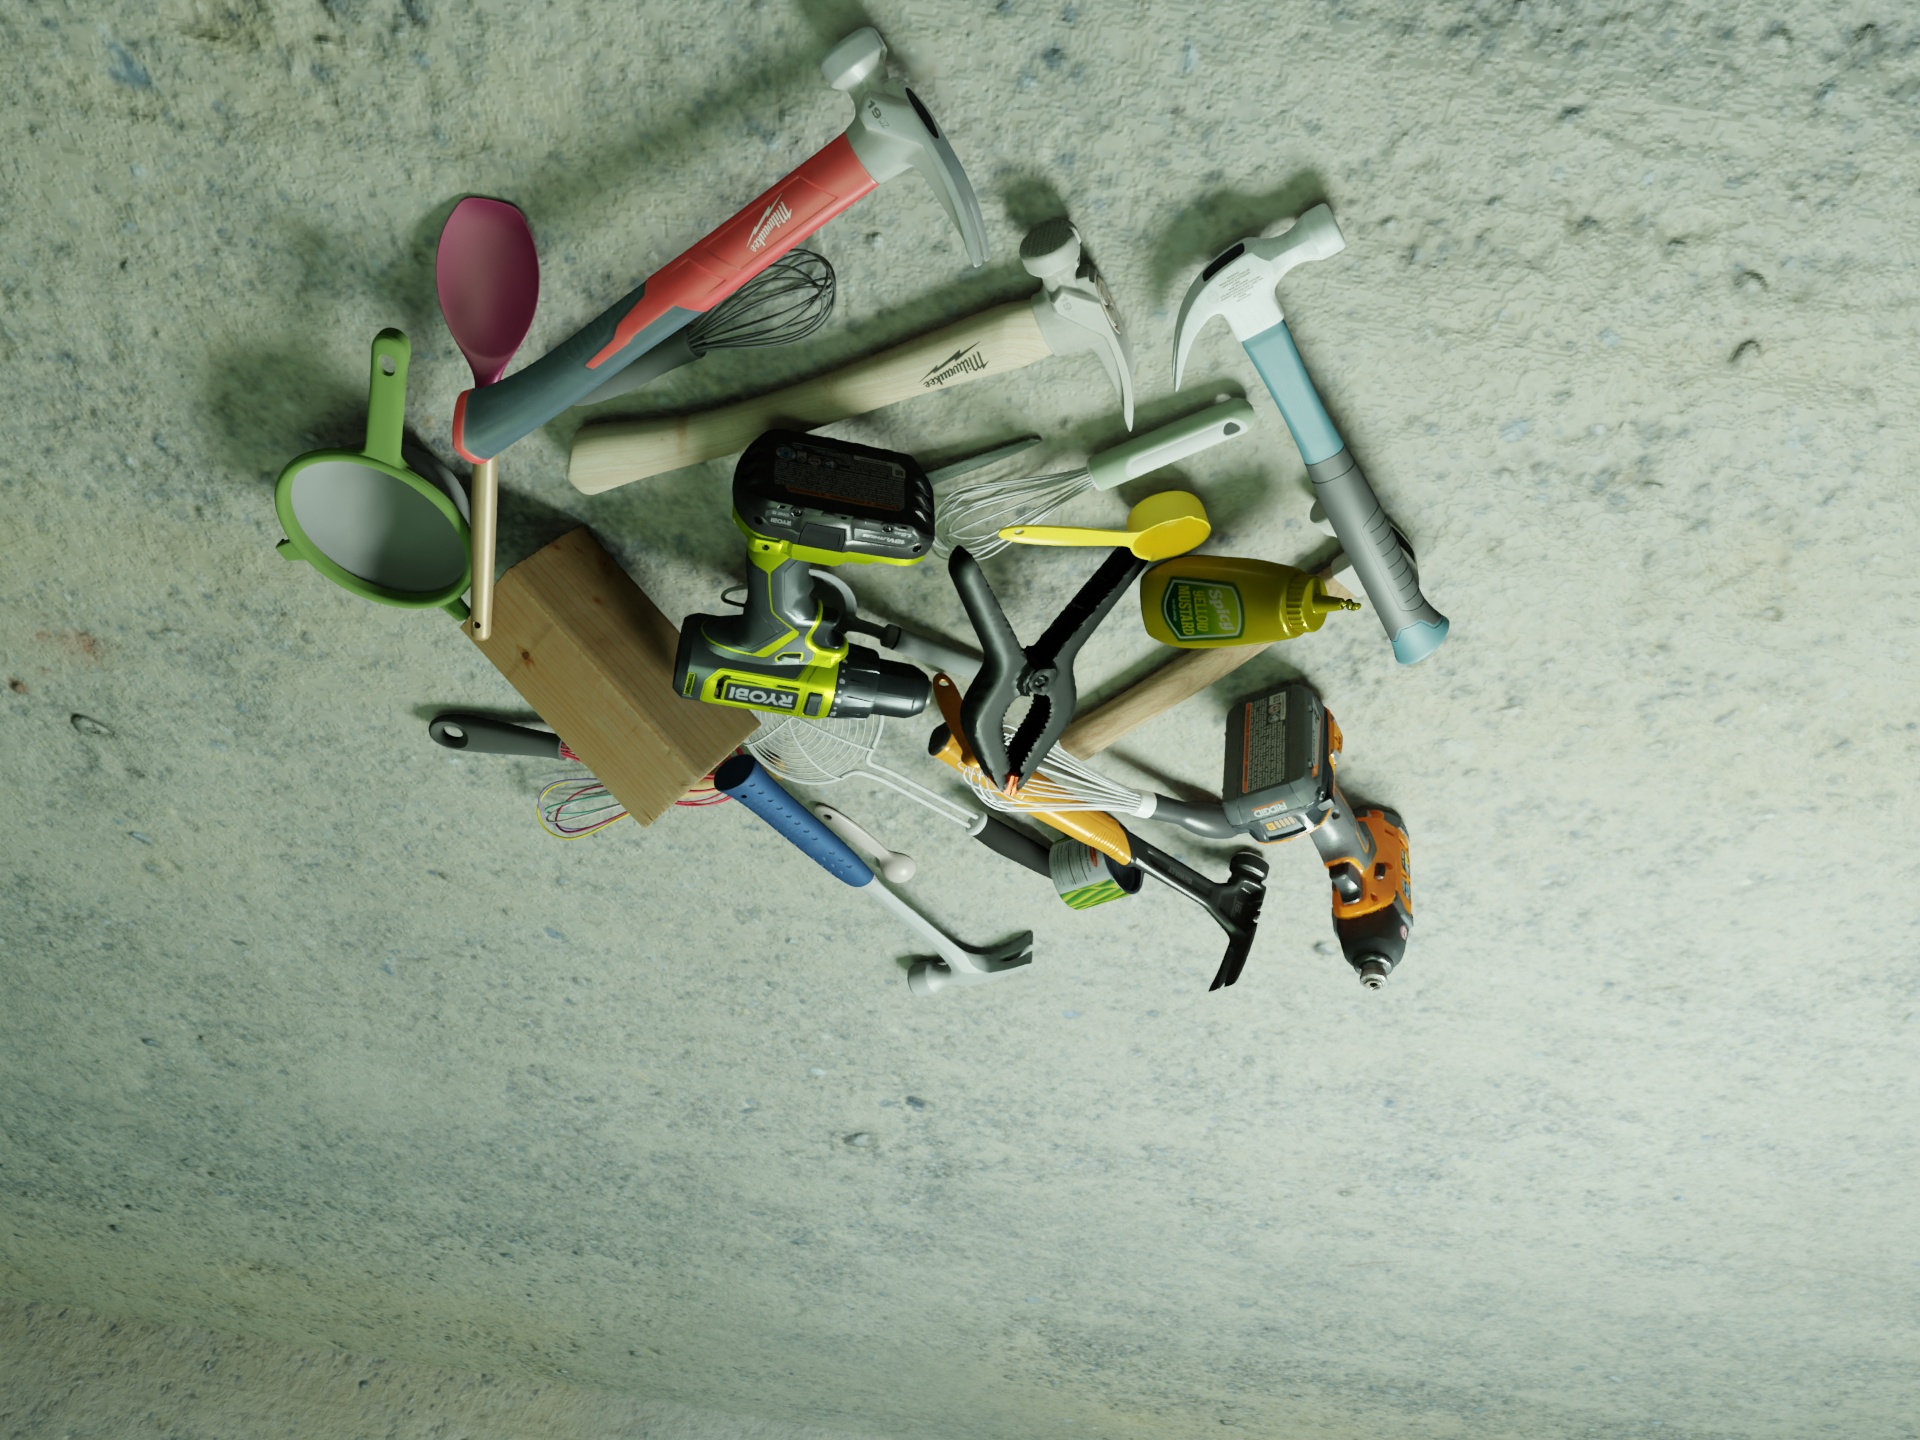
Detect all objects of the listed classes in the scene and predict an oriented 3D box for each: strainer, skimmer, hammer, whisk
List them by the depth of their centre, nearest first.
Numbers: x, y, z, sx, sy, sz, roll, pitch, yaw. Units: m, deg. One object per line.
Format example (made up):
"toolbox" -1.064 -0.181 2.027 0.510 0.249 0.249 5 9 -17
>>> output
"hammer" -0.166 -0.249 0.981 0.386 0.038 0.143 -27 103 27
"hammer" 0.243 -0.164 1.033 0.128 0.033 0.330 -23 123 20
"whisk" -0.177 -0.251 1.045 0.239 0.055 0.055 -14 134 30
"hammer" -0.086 -0.211 1.078 0.410 0.038 0.146 -12 136 23
"whisk" 0.085 -0.165 1.089 0.246 0.059 0.057 -20 143 23
"strainer" -0.403 -0.189 1.136 0.151 0.069 0.256 20 137 -7
"hammer" 0.201 -0.050 1.207 0.130 0.031 0.331 34 133 -25
"strainer" -0.062 -0.068 1.230 0.258 0.050 0.086 20 132 -20
"whisk" 0.122 0.061 1.294 0.284 0.070 0.070 15 141 -30
"hammer" 0.114 0.100 1.331 0.336 0.127 0.034 31 149 -17
"skimmer" -0.035 0.044 1.355 0.127 0.090 0.363 -43 130 19
"whisk" -0.324 0.027 1.372 0.296 0.073 0.073 8 139 11
"whisk" -0.269 0.067 1.418 0.245 0.047 0.051 -11 152 16
"hammer" -0.078 0.146 1.439 0.144 0.035 0.405 -17 140 26

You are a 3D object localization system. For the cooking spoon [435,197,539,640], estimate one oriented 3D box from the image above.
"cooking spoon" -0.325 -0.196 1.089 0.069 0.017 0.318 11 120 -1

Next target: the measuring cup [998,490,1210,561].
"measuring cup" 0.097 -0.137 1.093 0.156 0.029 0.062 -1 156 -20

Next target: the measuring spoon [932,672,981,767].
"measuring spoon" -0.002 -0.004 1.237 0.021 0.117 0.011 -3 129 -16

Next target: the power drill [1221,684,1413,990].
"power drill" 0.291 0.099 1.257 0.084 0.164 0.226 -20 129 30

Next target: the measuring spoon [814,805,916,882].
"measuring spoon" -0.089 0.116 1.455 0.034 0.018 0.124 -28 127 34

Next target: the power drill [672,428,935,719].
"power drill" -0.094 -0.085 1.128 0.190 0.080 0.228 9 138 -13
